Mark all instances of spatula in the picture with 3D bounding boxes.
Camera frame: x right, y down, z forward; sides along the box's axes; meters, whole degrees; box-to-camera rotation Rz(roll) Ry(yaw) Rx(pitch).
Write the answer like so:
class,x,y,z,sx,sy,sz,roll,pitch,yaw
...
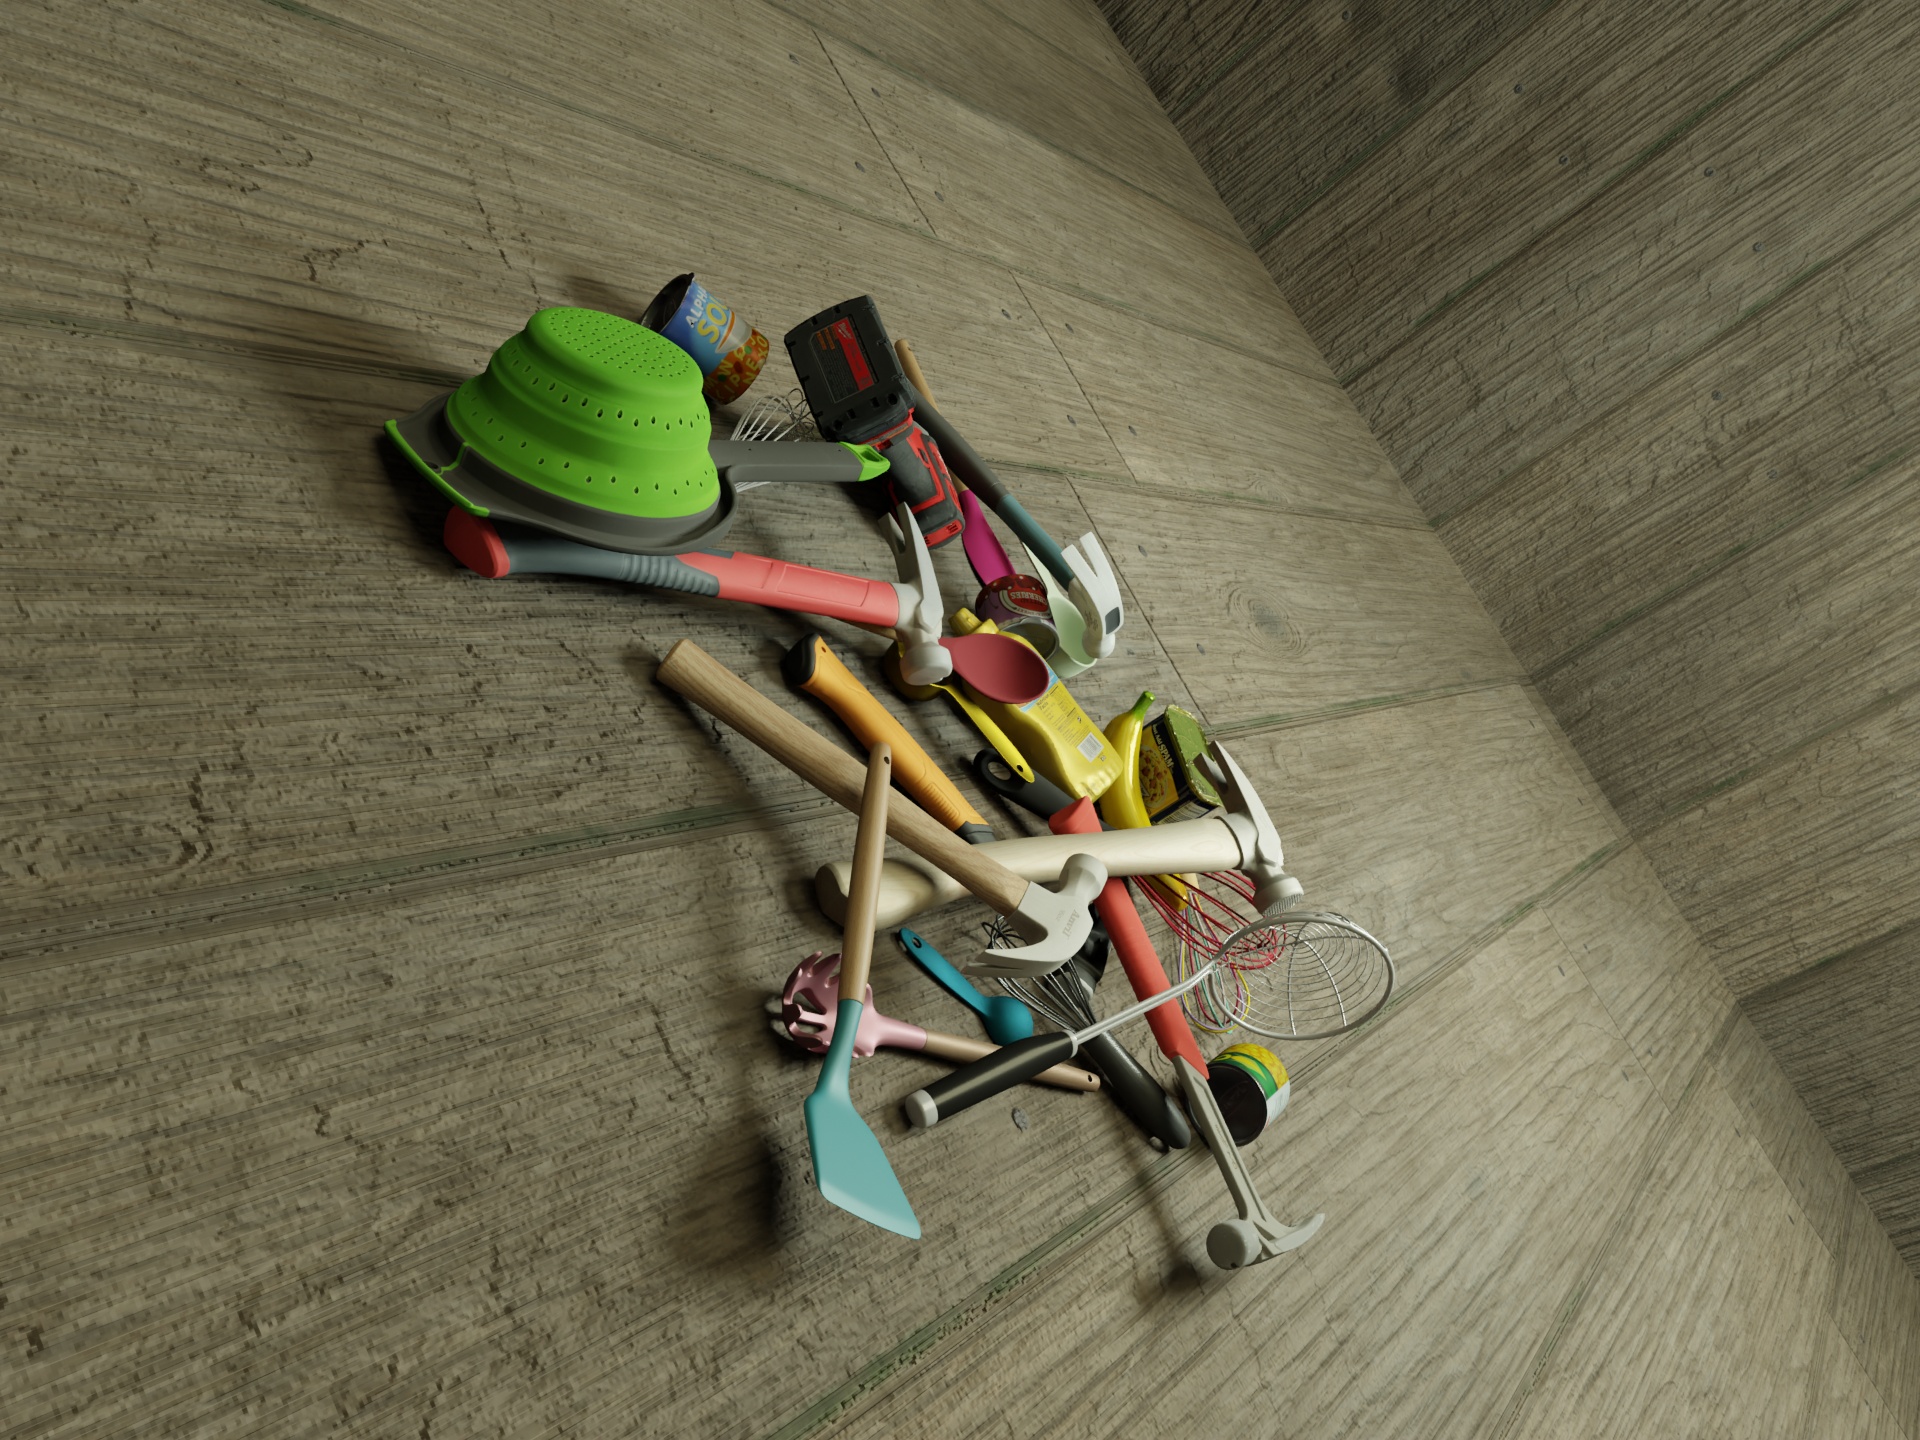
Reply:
class,x,y,z,sx,sy,sz,roll,pitch,yaw
spatula,-0.053,0.141,0.933,0.082,0.044,0.318,38,42,-37

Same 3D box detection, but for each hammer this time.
class,x,y,z,sx,sy,sz,roll,pitch,yaw
hammer,0.074,0.091,1.151,0.410,0.038,0.146,-3,57,-37
hammer,0.157,0.222,1.180,0.149,0.036,0.359,11,50,-57
hammer,-0.005,0.062,1.188,0.336,0.034,0.127,47,30,-12
hammer,-0.056,0.055,1.042,0.331,0.031,0.130,35,42,-4
hammer,0.030,-0.201,1.420,0.331,0.033,0.128,49,-15,18
hammer,-0.163,-0.112,1.075,0.386,0.038,0.143,7,61,-44

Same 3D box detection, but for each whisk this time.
class,x,y,z,sx,sy,sz,roll,pitch,yaw
whisk,0.136,0.108,1.273,0.296,0.073,0.073,33,31,-4
whisk,0.206,0.170,1.377,0.051,0.047,0.245,33,32,-32
whisk,-0.175,-0.179,1.179,0.070,0.070,0.285,48,34,-10
whisk,0.094,0.228,1.151,0.238,0.055,0.055,51,29,-16

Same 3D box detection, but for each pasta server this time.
class,x,y,z,sx,sy,sz,roll,pitch,yaw
pasta server,-0.003,0.210,1.030,0.316,0.040,0.060,25,52,-43

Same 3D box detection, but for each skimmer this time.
class,x,y,z,sx,sy,sz,roll,pitch,yaw
skimmer,0.135,0.214,1.057,0.363,0.127,0.090,-17,48,-33

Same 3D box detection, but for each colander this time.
class,x,y,z,sx,sy,sz,roll,pitch,yaw
colander,-0.175,-0.205,1.058,0.205,0.094,0.397,41,30,27

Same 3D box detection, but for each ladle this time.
class,x,y,z,sx,sy,sz,roll,pitch,yaw
ladle,-0.065,-0.075,1.208,0.315,0.031,0.069,20,46,-30

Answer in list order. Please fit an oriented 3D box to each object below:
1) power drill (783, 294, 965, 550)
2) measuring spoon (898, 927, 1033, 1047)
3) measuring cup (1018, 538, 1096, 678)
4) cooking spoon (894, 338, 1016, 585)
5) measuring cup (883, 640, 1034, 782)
class,x,y,z,sx,sy,sz,roll,pitch,yaw
power drill,-0.064,-0.246,1.327,0.219,0.078,0.143,53,14,-64
measuring spoon,0.008,0.180,1.091,0.128,0.021,0.042,44,30,-20
measuring cup,0.071,-0.114,1.478,0.083,0.038,0.168,1,60,-54
cooking spoon,-0.004,-0.239,1.526,0.068,0.017,0.319,8,53,-53
measuring cup,-0.002,-0.004,1.253,0.156,0.029,0.062,49,33,1
